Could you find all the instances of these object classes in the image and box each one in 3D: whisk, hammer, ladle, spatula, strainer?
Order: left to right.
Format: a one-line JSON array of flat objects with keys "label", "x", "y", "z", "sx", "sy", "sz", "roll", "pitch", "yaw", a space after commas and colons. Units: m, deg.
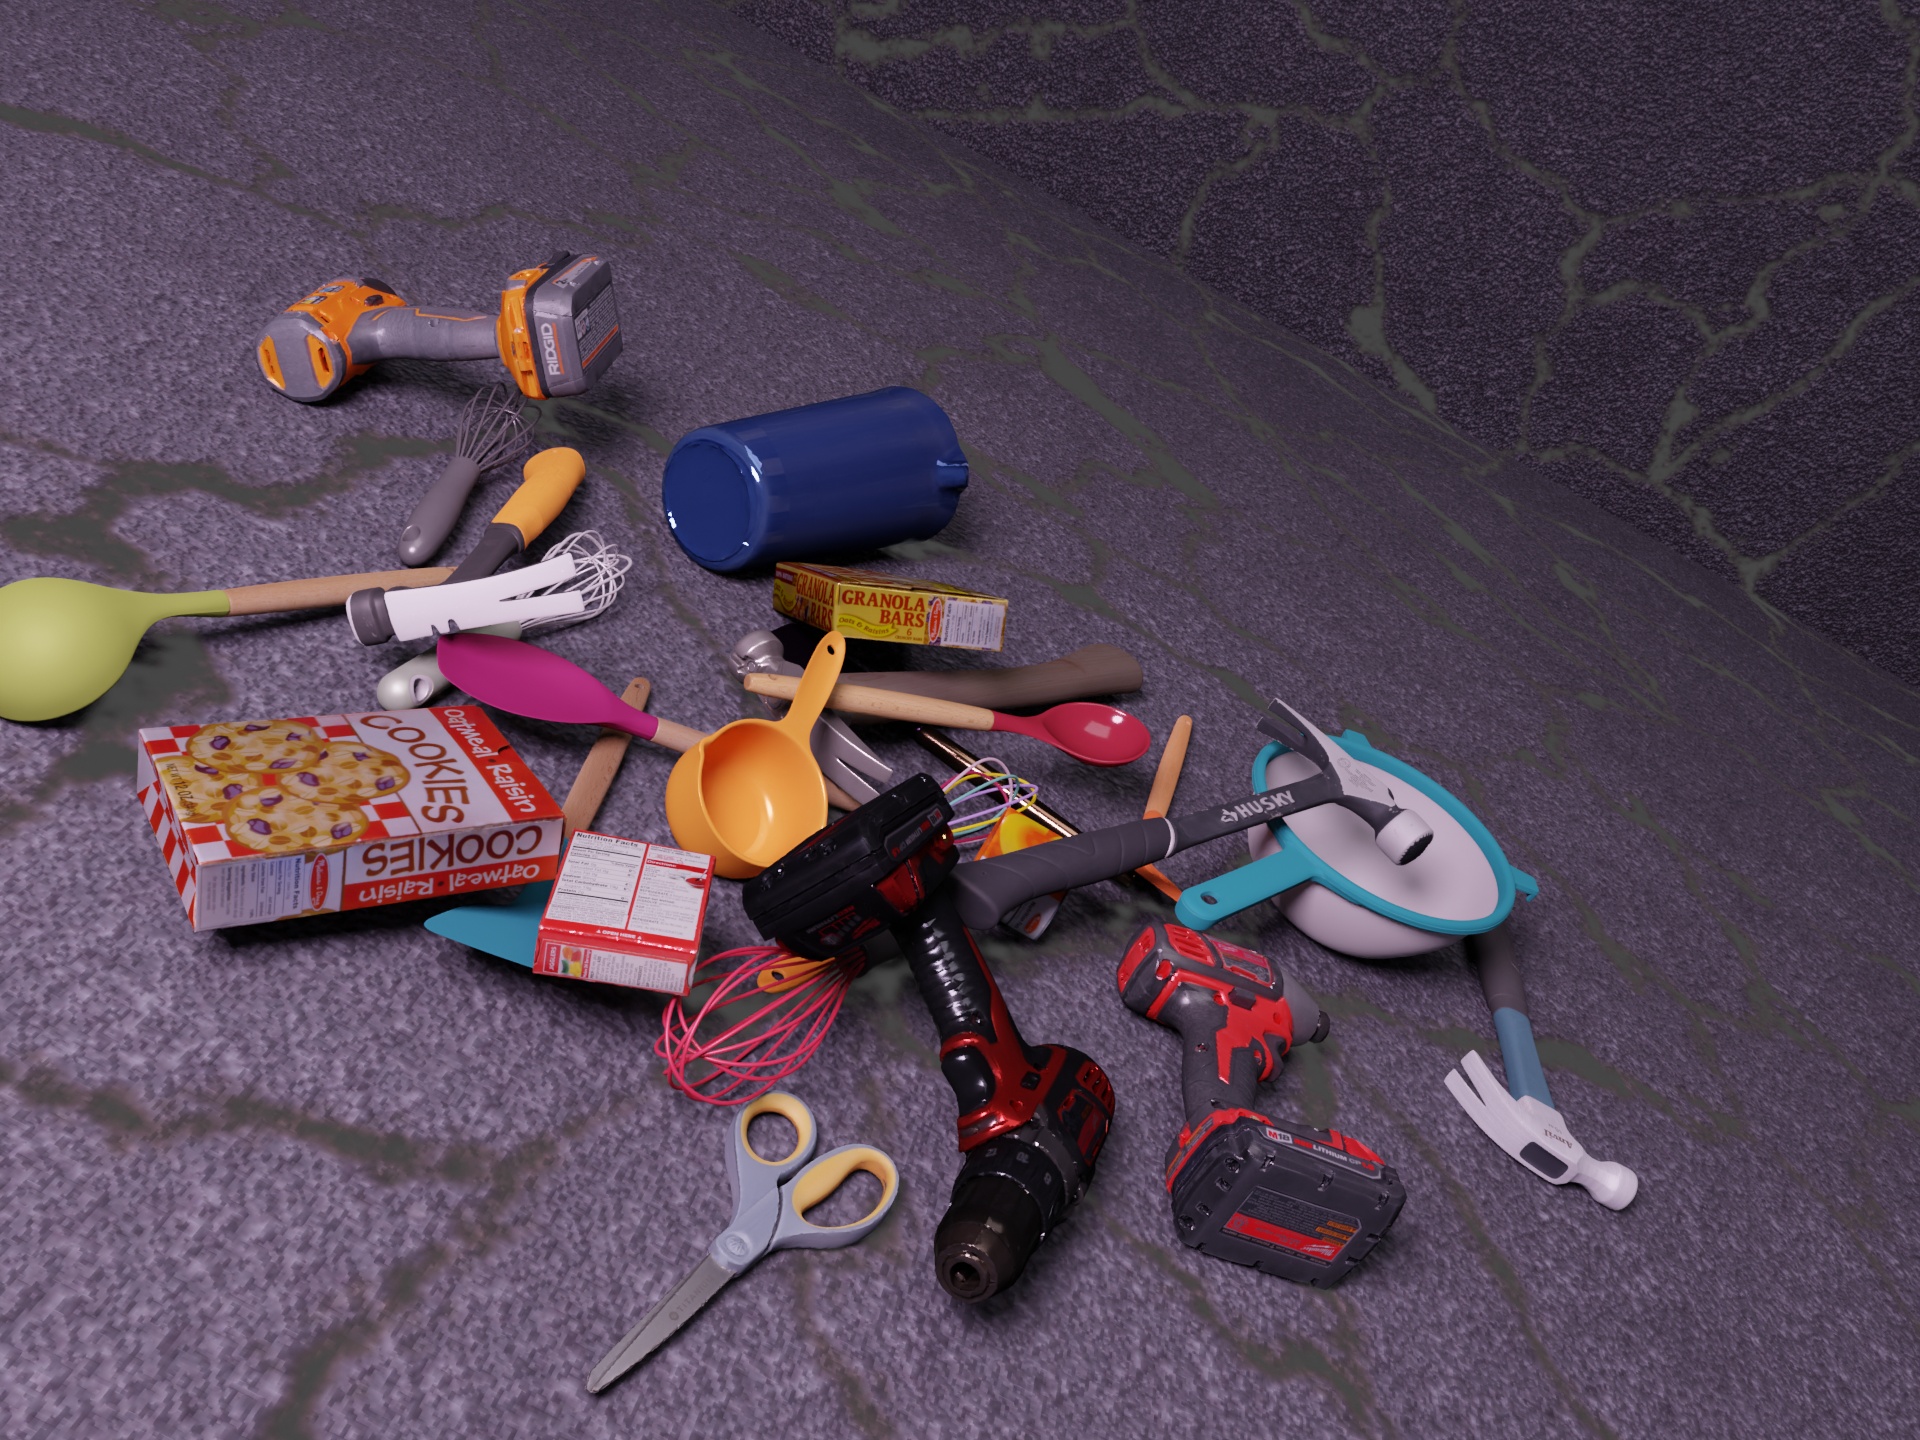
[{"label": "ladle", "x": -0.394, "y": -0.057, "z": 0.888, "sx": 0.078, "sy": 0.062, "sz": 0.320, "roll": 33, "pitch": 22, "yaw": 16}, {"label": "whisk", "x": -0.341, "y": -0.171, "z": 1.101, "sx": 0.055, "sy": 0.055, "sz": 0.239, "roll": 23, "pitch": 34, "yaw": -13}, {"label": "whisk", "x": -0.280, "y": -0.062, "z": 0.991, "sx": 0.059, "sy": 0.057, "sz": 0.246, "roll": 2, "pitch": 25, "yaw": 21}, {"label": "hammer", "x": -0.280, "y": -0.126, "z": 1.022, "sx": 0.127, "sy": 0.034, "sz": 0.337, "roll": -9, "pitch": 23, "yaw": 1}, {"label": "spatula", "x": -0.209, "y": 0.048, "z": 0.878, "sx": 0.082, "sy": 0.044, "sz": 0.318, "roll": 21, "pitch": 29, "yaw": -8}, {"label": "whisk", "x": -0.068, "y": 0.135, "z": 0.859, "sx": 0.073, "sy": 0.073, "sz": 0.296, "roll": 39, "pitch": 24, "yaw": 16}, {"label": "whisk", "x": -0.035, "y": 0.072, "z": 1.004, "sx": 0.245, "sy": 0.051, "sz": 0.047, "roll": -20, "pitch": 66, "yaw": -48}, {"label": "spatula", "x": -0.008, "y": 0.023, "z": 1.128, "sx": 0.316, "sy": 0.018, "sz": 0.060, "roll": 35, "pitch": 28, "yaw": 11}, {"label": "ladle", "x": -0.002, "y": -0.003, "z": 1.053, "sx": 0.315, "sy": 0.031, "sz": 0.069, "roll": 9, "pitch": 32, "yaw": -35}, {"label": "hammer", "x": 0.021, "y": -0.016, "z": 1.168, "sx": 0.146, "sy": 0.038, "sz": 0.410, "roll": 44, "pitch": 29, "yaw": 26}, {"label": "spatula", "x": 0.155, "y": 0.058, "z": 1.201, "sx": 0.081, "sy": 0.041, "sz": 0.323, "roll": 36, "pitch": 28, "yaw": -2}, {"label": "hammer", "x": 0.140, "y": 0.067, "z": 1.023, "sx": 0.408, "sy": 0.036, "sz": 0.149, "roll": -11, "pitch": 49, "yaw": -41}, {"label": "strainer", "x": 0.252, "y": 0.121, "z": 1.146, "sx": 0.340, "sy": 0.095, "sz": 0.211, "roll": -14, "pitch": 48, "yaw": -43}, {"label": "hammer", "x": 0.414, "y": 0.218, "z": 1.197, "sx": 0.128, "sy": 0.033, "sz": 0.331, "roll": 28, "pitch": 29, "yaw": -6}]

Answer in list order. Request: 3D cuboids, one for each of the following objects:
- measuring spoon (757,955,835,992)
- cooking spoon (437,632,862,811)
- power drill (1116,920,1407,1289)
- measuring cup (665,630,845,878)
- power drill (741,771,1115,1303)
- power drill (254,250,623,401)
[{"label": "measuring spoon", "x": -0.077, "y": 0.128, "z": 0.905, "sx": 0.021, "sy": 0.011, "sz": 0.117, "roll": 40, "pitch": 30, "yaw": 16}, {"label": "cooking spoon", "x": -0.163, "y": 0.014, "z": 0.959, "sx": 0.318, "sy": 0.017, "sz": 0.069, "roll": 21, "pitch": 30, "yaw": -31}, {"label": "power drill", "x": 0.176, "y": 0.215, "z": 0.941, "sx": 0.143, "sy": 0.078, "sz": 0.220, "roll": 22, "pitch": 27, "yaw": -16}, {"label": "measuring cup", "x": -0.114, "y": 0.017, "z": 0.945, "sx": 0.095, "sy": 0.052, "sz": 0.174, "roll": 40, "pitch": 48, "yaw": -22}, {"label": "power drill", "x": -0.011, "y": 0.155, "z": 0.782, "sx": 0.226, "sy": 0.080, "sz": 0.188, "roll": 59, "pitch": 22, "yaw": -2}, {"label": "power drill", "x": -0.367, "y": -0.287, "z": 1.151, "sx": 0.226, "sy": 0.084, "sz": 0.164, "roll": -1, "pitch": 30, "yaw": 5}]
